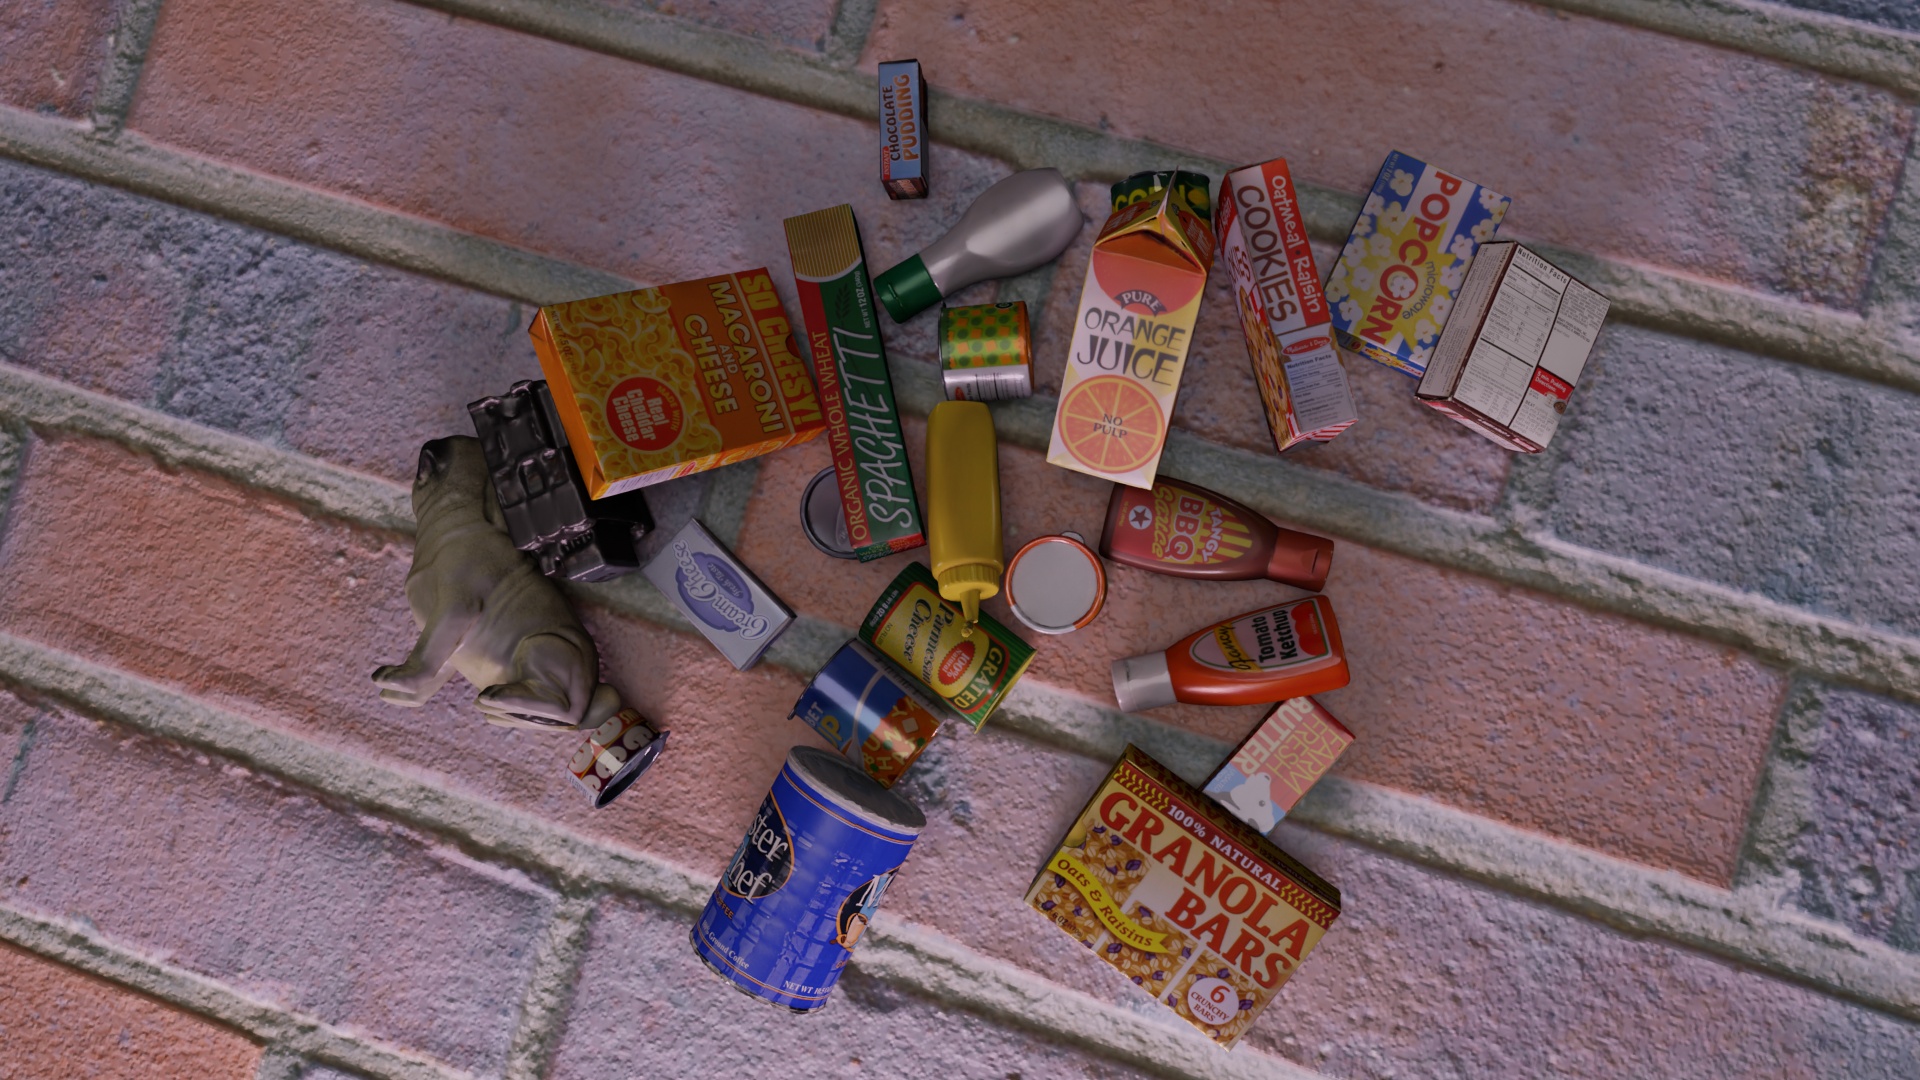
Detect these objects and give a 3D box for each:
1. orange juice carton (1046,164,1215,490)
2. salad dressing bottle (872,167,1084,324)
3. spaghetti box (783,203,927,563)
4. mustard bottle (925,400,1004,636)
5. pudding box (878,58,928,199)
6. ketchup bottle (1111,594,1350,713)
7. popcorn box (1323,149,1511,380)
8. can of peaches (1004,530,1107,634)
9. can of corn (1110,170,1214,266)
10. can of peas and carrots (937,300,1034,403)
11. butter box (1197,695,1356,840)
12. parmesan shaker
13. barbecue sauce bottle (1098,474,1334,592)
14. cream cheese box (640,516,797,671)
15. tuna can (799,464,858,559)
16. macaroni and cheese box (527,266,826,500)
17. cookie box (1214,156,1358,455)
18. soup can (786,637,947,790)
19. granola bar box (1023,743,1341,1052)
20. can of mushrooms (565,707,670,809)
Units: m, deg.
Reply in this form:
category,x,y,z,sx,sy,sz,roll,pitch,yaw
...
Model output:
category,x,y,z,sx,sy,sz,roll,pitch,yaw
orange juice carton,0.112,-0.137,0.880,0.073,0.072,0.191,15,121,8
salad dressing bottle,0.011,-0.201,0.955,0.147,0.044,0.064,-29,86,6
spaghetti box,-0.072,-0.110,0.945,0.050,0.028,0.250,-14,75,2
mustard bottle,0.003,-0.011,0.917,0.049,0.065,0.161,-1,68,-6
pudding box,-0.039,-0.284,0.963,0.030,0.049,0.083,-1,88,6
ketchup bottle,0.175,0.081,0.913,0.149,0.043,0.065,-14,46,12
popcorn box,0.295,-0.183,0.919,0.085,0.038,0.126,26,90,7
can of peaches,0.065,0.027,0.928,0.071,0.058,0.071,0,88,8
can of corn,0.134,-0.209,0.926,0.071,0.071,0.058,-4,88,7
can of peas and carrots,0.018,-0.129,0.939,0.059,0.071,0.071,-4,87,7
butter box,0.207,0.150,0.919,0.053,0.024,0.103,42,93,7
parmesan shaker,-0.011,0.072,0.931,0.103,0.071,0.071,36,92,8
barbecue sauce bottle,0.170,-0.001,0.923,0.148,0.043,0.065,15,87,8
cream cheese box,-0.169,0.037,0.974,0.104,0.024,0.053,44,93,8
tuna can,-0.073,-0.019,0.961,0.071,0.033,0.071,0,87,7
macaroni and cheese box,-0.185,-0.108,0.929,0.167,0.040,0.124,-19,84,-33
cookie box,0.203,-0.144,0.886,0.040,0.123,0.167,-15,85,6
soup can,-0.062,0.119,0.934,0.084,0.071,0.071,39,93,7
granola bar box,0.143,0.231,0.903,0.166,0.039,0.124,35,105,8
can of mushrooms,-0.236,0.148,0.956,0.033,0.071,0.071,41,93,9
